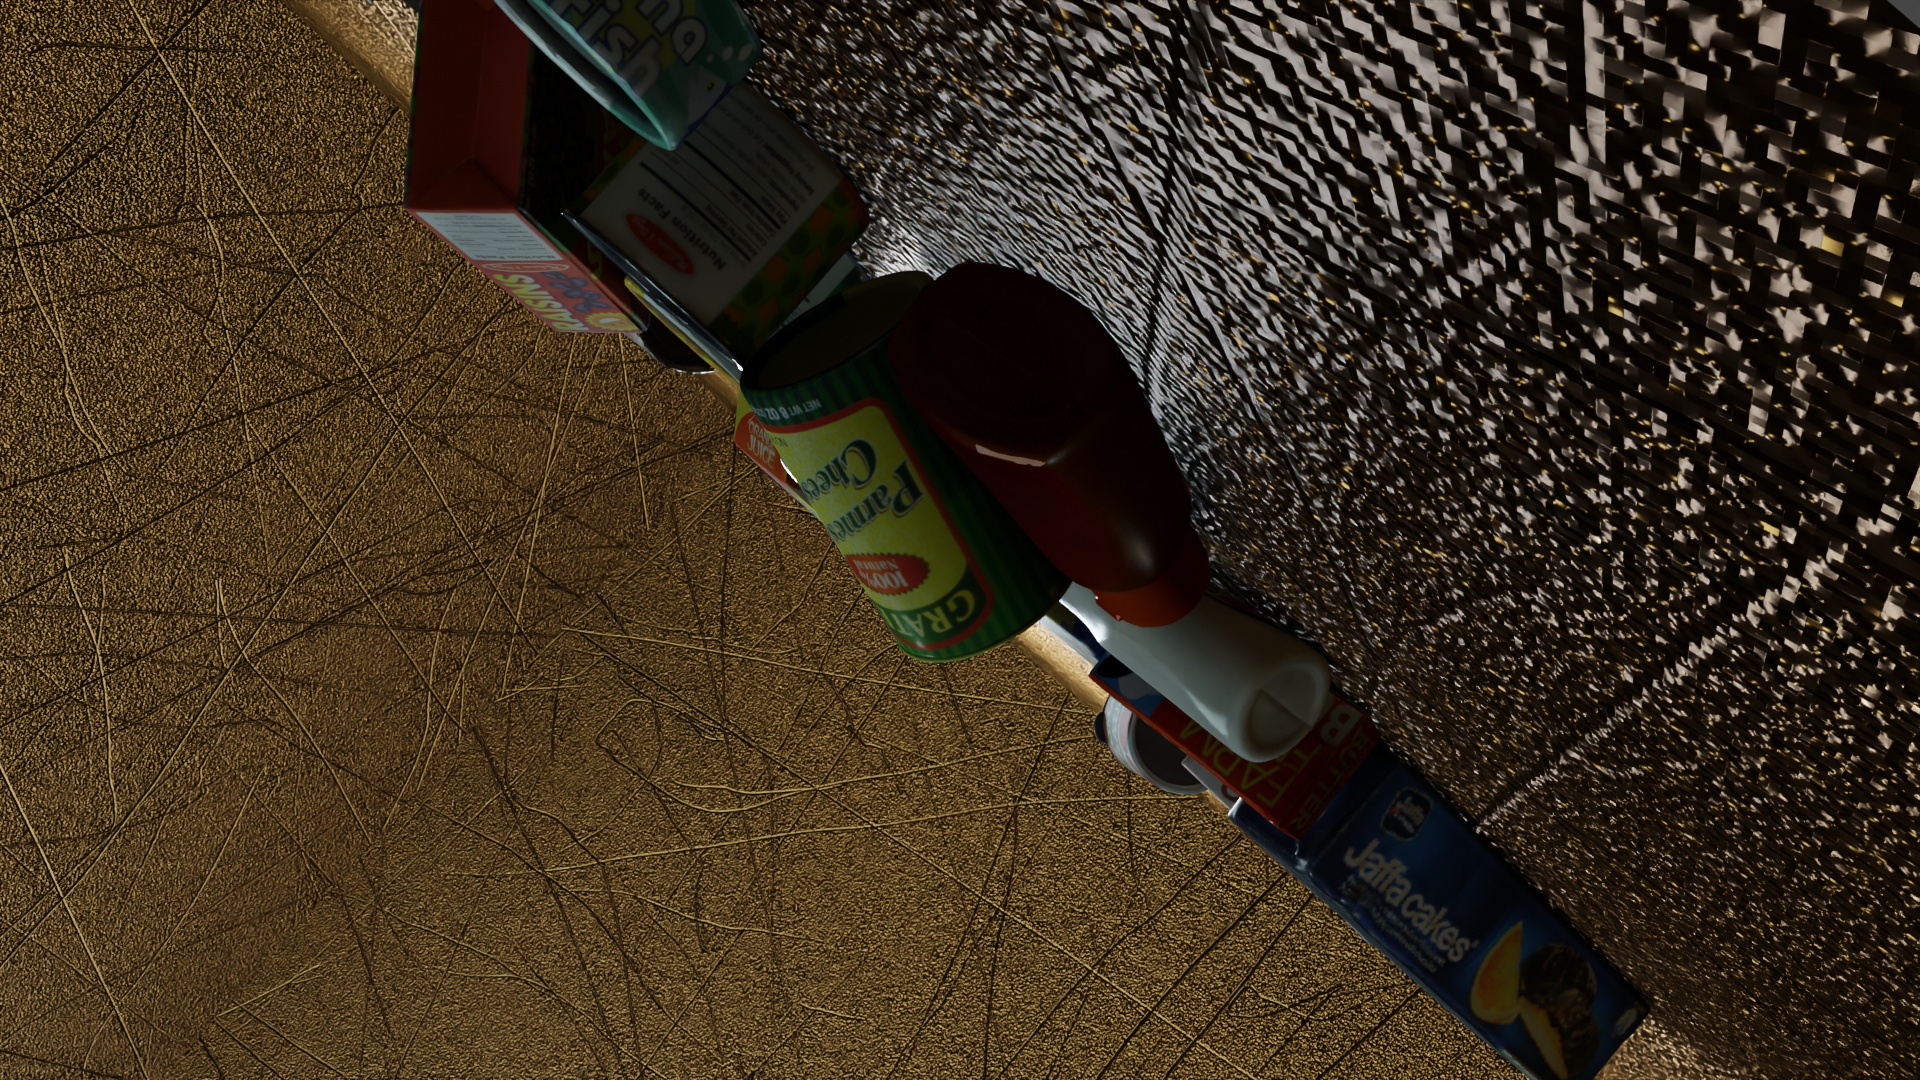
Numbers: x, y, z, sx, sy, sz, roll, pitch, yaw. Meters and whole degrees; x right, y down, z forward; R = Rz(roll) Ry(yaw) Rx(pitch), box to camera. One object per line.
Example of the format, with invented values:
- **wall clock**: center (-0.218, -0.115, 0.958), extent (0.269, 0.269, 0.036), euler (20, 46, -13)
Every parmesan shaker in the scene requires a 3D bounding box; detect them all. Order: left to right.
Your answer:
- **parmesan shaker**: center (-0.017, -0.022, 0.429), extent (0.102, 0.071, 0.071), euler (60, 168, -27)

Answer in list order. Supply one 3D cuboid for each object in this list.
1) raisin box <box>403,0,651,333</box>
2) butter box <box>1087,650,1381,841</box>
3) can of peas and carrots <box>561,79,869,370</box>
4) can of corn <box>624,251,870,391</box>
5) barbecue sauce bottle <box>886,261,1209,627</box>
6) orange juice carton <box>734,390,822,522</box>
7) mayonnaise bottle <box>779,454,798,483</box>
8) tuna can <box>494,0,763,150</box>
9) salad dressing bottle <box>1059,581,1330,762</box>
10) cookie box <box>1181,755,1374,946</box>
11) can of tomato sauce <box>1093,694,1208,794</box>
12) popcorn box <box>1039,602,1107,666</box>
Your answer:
- **raisin box**: center (-0.139, -0.129, 0.473), extent (0.040, 0.086, 0.123), euler (0, 171, 5)
- **butter box**: center (0.102, 0.062, 0.529), extent (0.104, 0.053, 0.024), euler (38, 177, 38)
- **can of peas and carrots**: center (-0.069, -0.092, 0.399), extent (0.071, 0.059, 0.071), euler (41, 177, 3)
- **can of corn**: center (-0.075, -0.090, 0.492), extent (0.071, 0.058, 0.071), euler (41, 176, 4)
- **barbecue sauce bottle**: center (0.035, -0.015, 0.377), extent (0.065, 0.043, 0.148), euler (39, 177, 31)
- **orange juice carton**: center (-0.084, -0.051, 0.958), extent (0.072, 0.073, 0.192), euler (37, 175, 43)
- **mayonnaise bottle**: center (-0.036, -0.028, 0.853), extent (0.148, 0.065, 0.041), euler (36, 172, 9)
- **tuna can**: center (-0.080, -0.125, 0.323), extent (0.071, 0.033, 0.071), euler (41, 177, 3)
- **salad dressing bottle**: center (0.069, 0.025, 0.515), extent (0.064, 0.044, 0.148), euler (34, -177, -42)
- **cookie box**: center (0.192, 0.156, 0.719), extent (0.123, 0.040, 0.167), euler (43, -177, 31)
- **can of tomato sauce**: center (0.119, 0.108, 0.804), extent (0.071, 0.071, 0.083), euler (41, 176, -1)
- **popcorn box**: center (0.049, 0.023, 0.735), extent (0.127, 0.038, 0.085), euler (38, 175, 36)
